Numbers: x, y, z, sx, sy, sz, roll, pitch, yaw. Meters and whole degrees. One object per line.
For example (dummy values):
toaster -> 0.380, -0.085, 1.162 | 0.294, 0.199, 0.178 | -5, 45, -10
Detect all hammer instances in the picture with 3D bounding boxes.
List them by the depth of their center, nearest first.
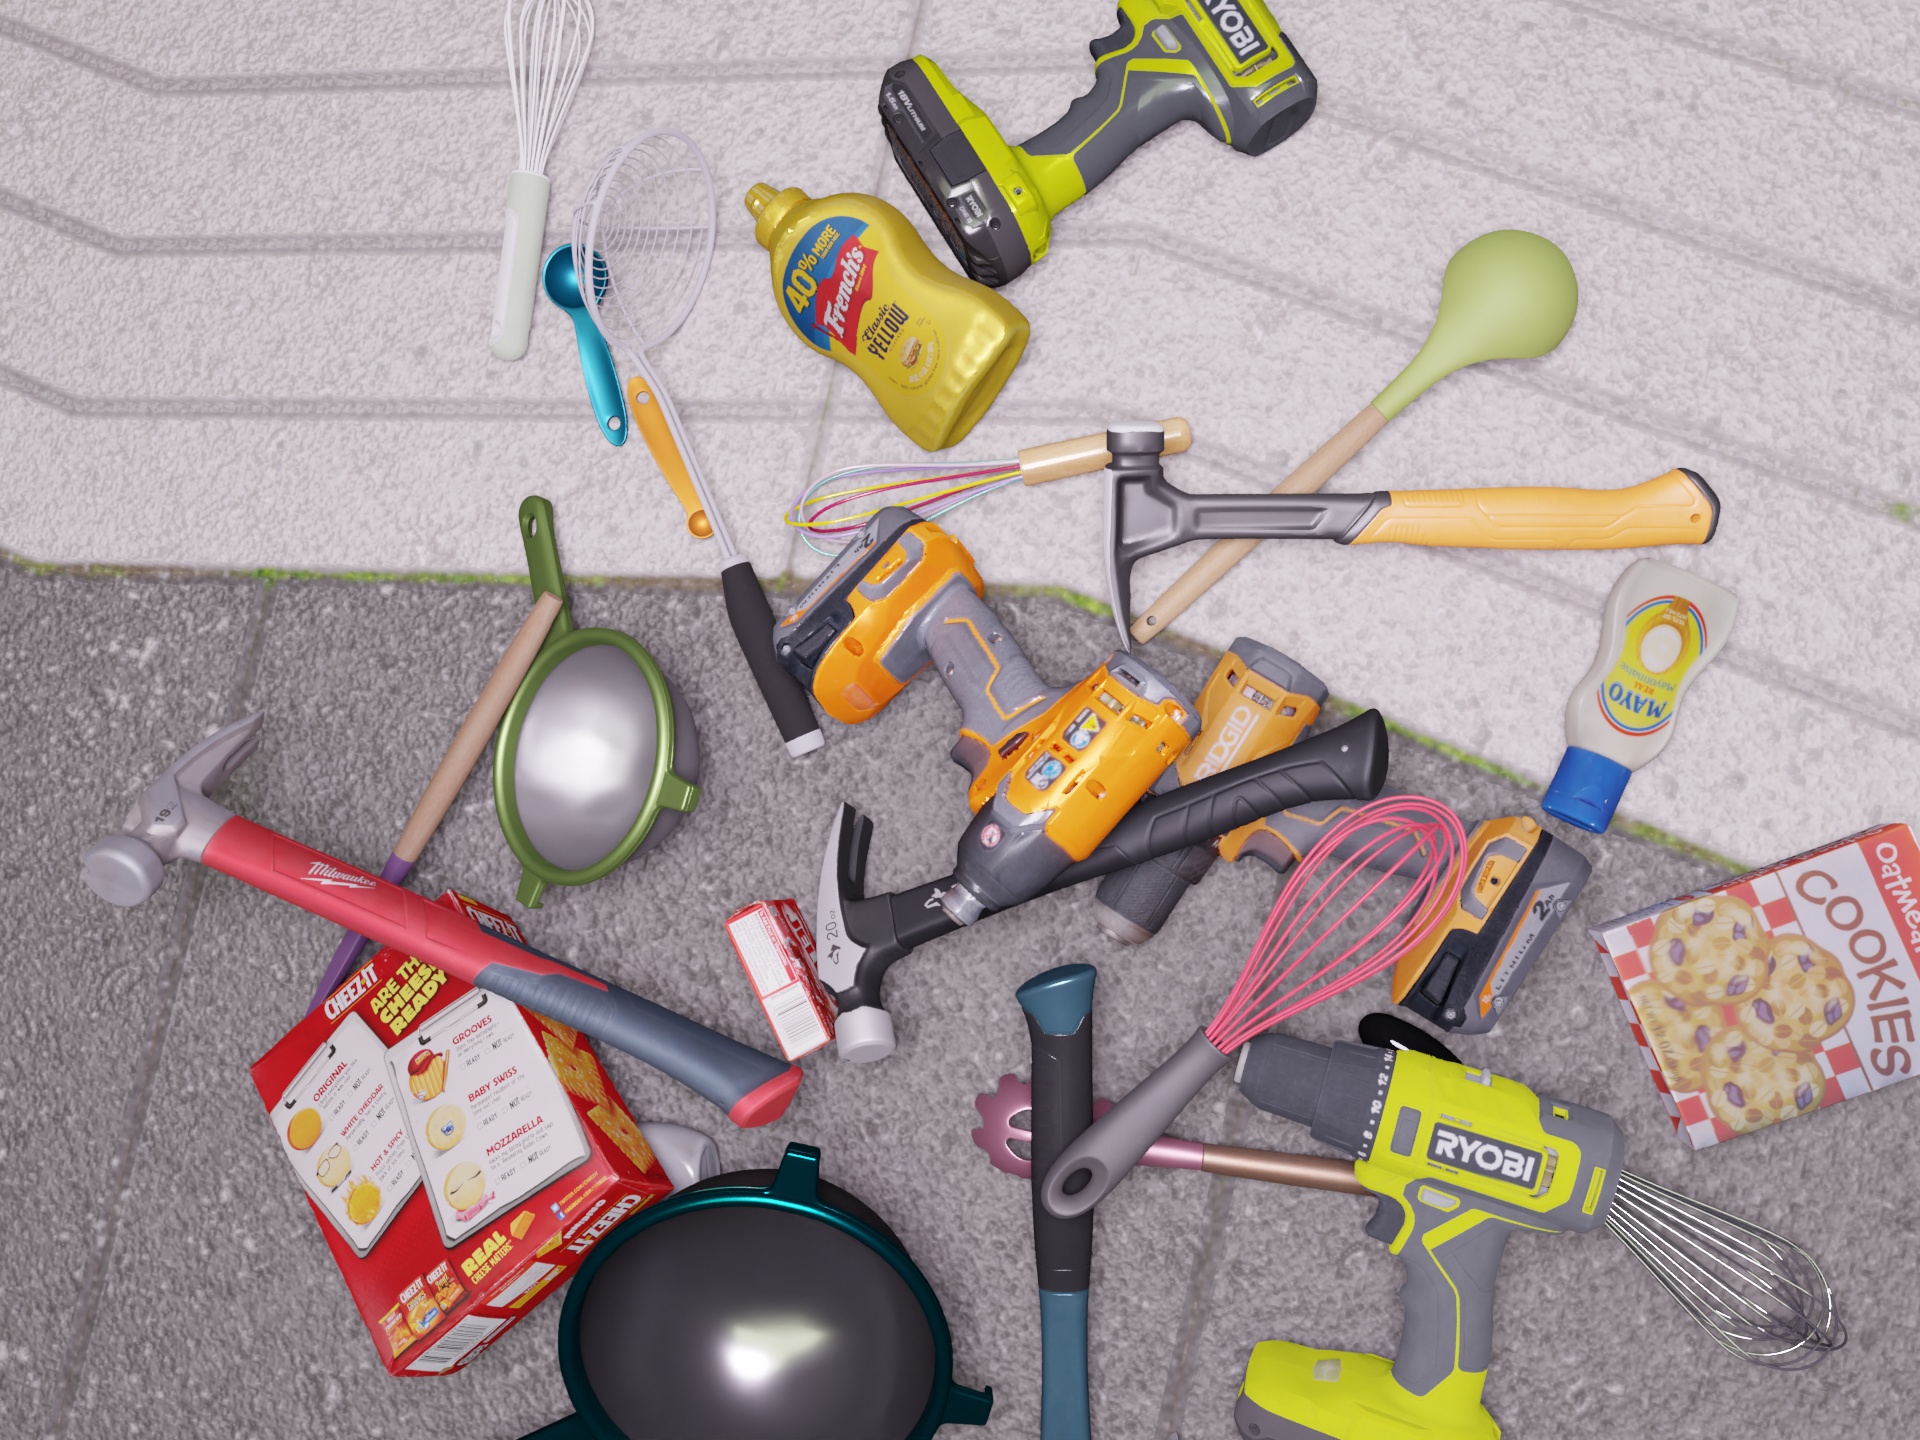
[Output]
hammer -> 0.069, 0.066, 0.858 | 0.335, 0.035, 0.146 | -23, 57, 18
hammer -> 0.055, 0.297, 0.872 | 0.128, 0.033, 0.331 | 0, 96, 6
hammer -> 0.248, -0.105, 0.884 | 0.337, 0.034, 0.127 | -1, 107, 1
hammer -> -0.264, 0.119, 0.886 | 0.386, 0.143, 0.038 | 25, 125, -4

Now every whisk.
whisk -> 0.145, 0.152, 0.812 | 0.073, 0.073, 0.296 | 44, 100, 9
whisk -> 0.337, 0.246, 0.855 | 0.285, 0.070, 0.070 | 34, 91, 15
whisk -> 0.015, -0.141, 0.937 | 0.245, 0.047, 0.051 | -11, 87, 4
whisk -> -0.269, -0.348, 0.995 | 0.058, 0.059, 0.246 | 9, 91, 47

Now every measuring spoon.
measuring spoon -> -0.179, -0.163, 0.985 | 0.021, 0.011, 0.117 | -26, 79, -3
measuring spoon -> -0.228, -0.234, 0.997 | 0.042, 0.021, 0.128 | -14, 93, 9

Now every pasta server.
pasta server -> 0.162, 0.247, 0.894 | 0.316, 0.040, 0.060 | 6, 86, 5

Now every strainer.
strainer -> -0.161, 0.356, 0.896 | 0.340, 0.095, 0.211 | -29, 105, 13
strainer -> -0.217, -0.022, 0.958 | 0.151, 0.069, 0.257 | -32, 62, 28

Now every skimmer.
skimmer -> -0.134, -0.160, 0.936 | 0.090, 0.127, 0.363 | -22, 90, 24

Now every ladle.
ladle -> 0.220, -0.156, 0.914 | 0.320, 0.062, 0.078 | -43, 82, 10

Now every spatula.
spatula -> -0.320, 0.060, 0.950 | 0.018, 0.060, 0.316 | 30, 97, -17

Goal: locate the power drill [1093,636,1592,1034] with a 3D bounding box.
power drill -> 0.199, 0.085, 0.874 | 0.226, 0.084, 0.185 | 33, 91, 14

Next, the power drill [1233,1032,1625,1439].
power drill -> 0.220, 0.283, 0.833 | 0.190, 0.080, 0.228 | 15, 98, 16

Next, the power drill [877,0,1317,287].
power drill -> 0.071, -0.372, 0.933 | 0.223, 0.080, 0.171 | -31, 83, 1

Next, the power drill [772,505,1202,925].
power drill -> -0.001, -0.003, 0.864 | 0.164, 0.084, 0.227 | -48, 55, -2
